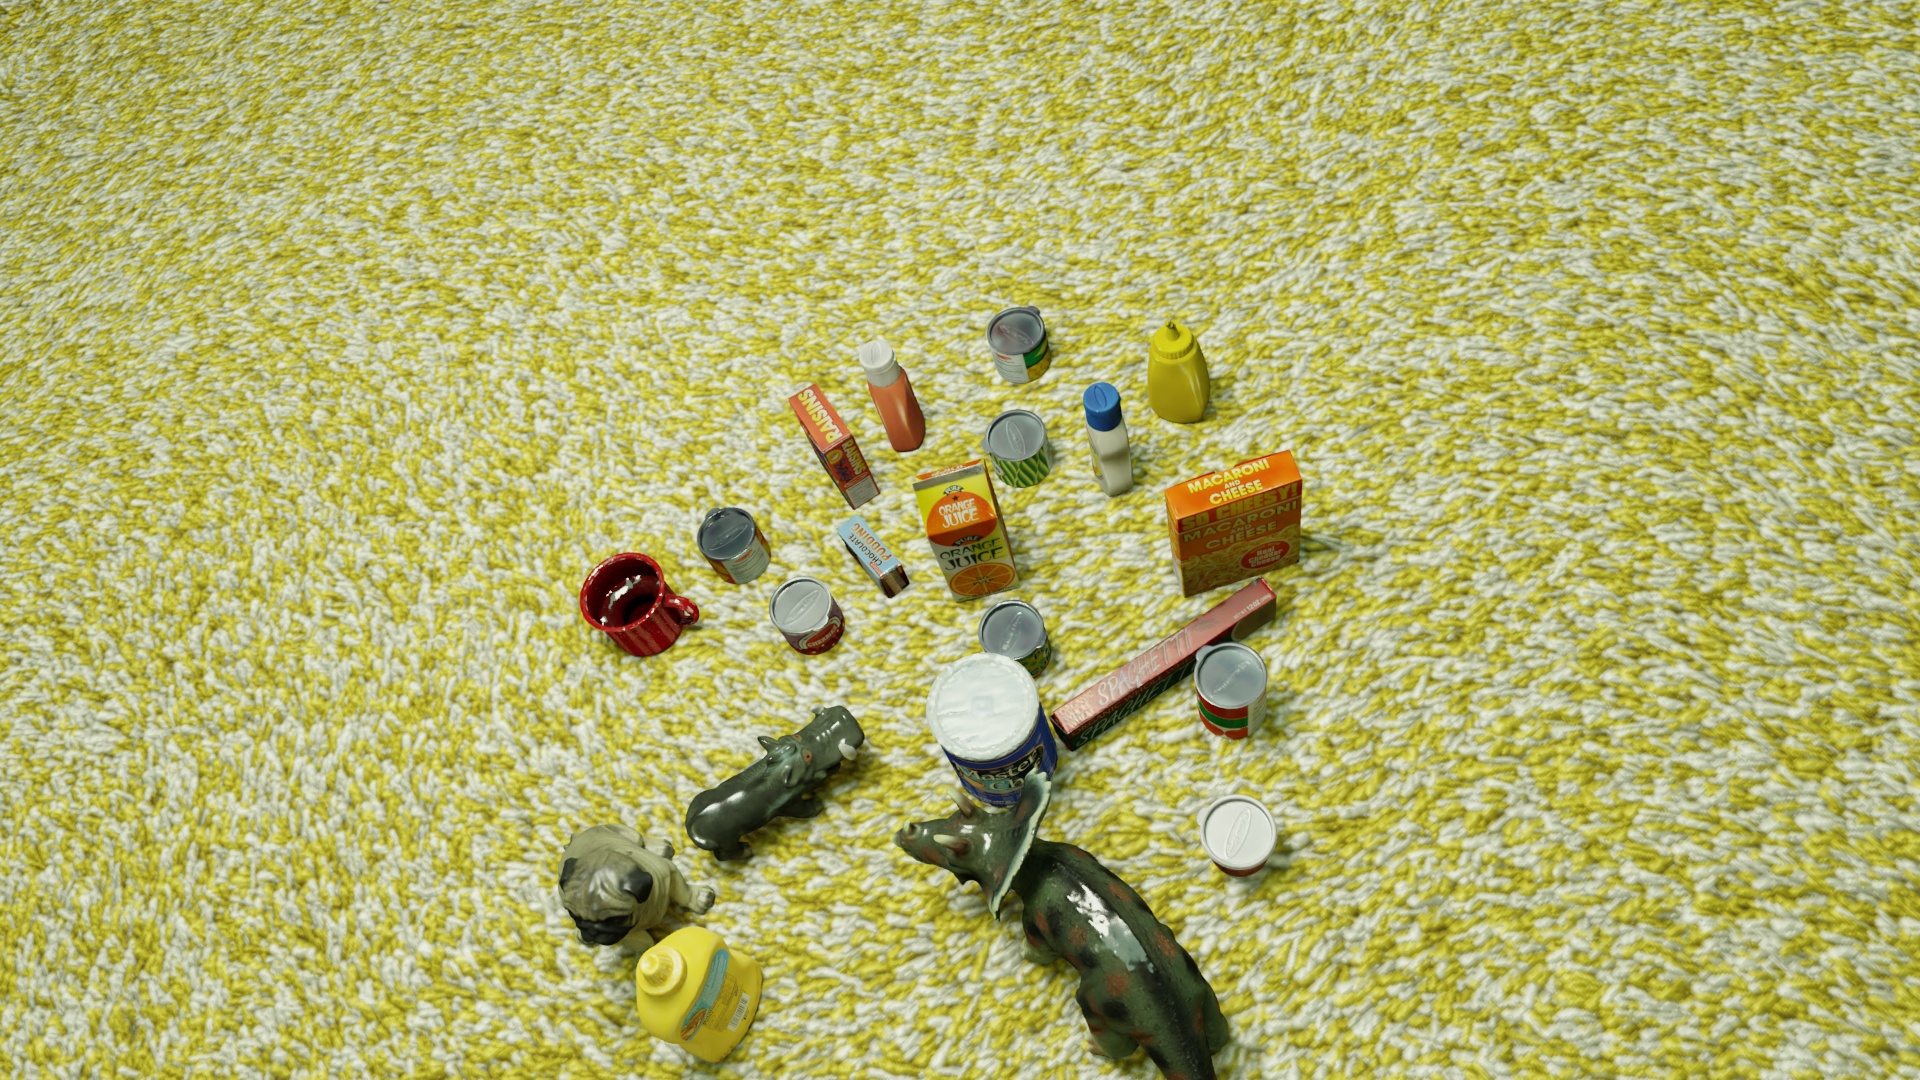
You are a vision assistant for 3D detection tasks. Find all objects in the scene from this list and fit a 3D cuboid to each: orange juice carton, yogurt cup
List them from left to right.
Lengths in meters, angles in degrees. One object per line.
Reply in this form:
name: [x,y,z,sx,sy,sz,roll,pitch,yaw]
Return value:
orange juice carton: [0.005,-0.017,1.384,0.072,0.192,0.073,-14,59,4]
yogurt cup: [0.250,0.269,1.250,0.072,0.053,0.073,-5,60,9]

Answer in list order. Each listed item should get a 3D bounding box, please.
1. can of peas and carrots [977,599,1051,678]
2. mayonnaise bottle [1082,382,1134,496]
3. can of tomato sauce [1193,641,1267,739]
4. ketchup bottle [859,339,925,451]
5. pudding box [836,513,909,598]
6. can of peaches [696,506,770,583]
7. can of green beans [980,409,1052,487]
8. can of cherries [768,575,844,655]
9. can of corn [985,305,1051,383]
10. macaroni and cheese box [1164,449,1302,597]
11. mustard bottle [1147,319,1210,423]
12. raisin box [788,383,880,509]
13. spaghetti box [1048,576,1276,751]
can of peas and carrots: [0.057,0.101,1.384,0.071,0.058,0.071,-5,60,9]
mayonnaise bottle: [0.151,-0.107,1.430,0.041,0.147,0.065,-19,59,2]
can of tomato sauce: [0.253,0.141,1.305,0.071,0.082,0.071,-5,60,9]
ketchup bottle: [-0.074,-0.160,1.507,0.043,0.148,0.065,-7,60,8]
pudding box: [-0.093,0.016,1.469,0.030,0.049,0.084,-37,60,-10]
can of peaches: [-0.246,0.004,1.503,0.071,0.057,0.071,-5,60,9]
can of green beans: [0.063,-0.099,1.496,0.071,0.057,0.071,-5,60,9]
can of cherries: [-0.157,0.080,1.441,0.071,0.058,0.072,-5,60,9]
can of corn: [0.068,-0.221,1.565,0.071,0.058,0.071,-5,60,9]
macaroni and cheese box: [0.264,-0.014,1.343,0.124,0.165,0.040,-18,59,2]
mustard bottle: [0.226,-0.183,1.450,0.065,0.159,0.049,9,64,17]
raisin box: [-0.137,-0.101,1.502,0.040,0.123,0.086,-31,60,-6]
spaghetti box: [0.199,0.121,1.348,0.250,0.050,0.029,-32,60,-7]
